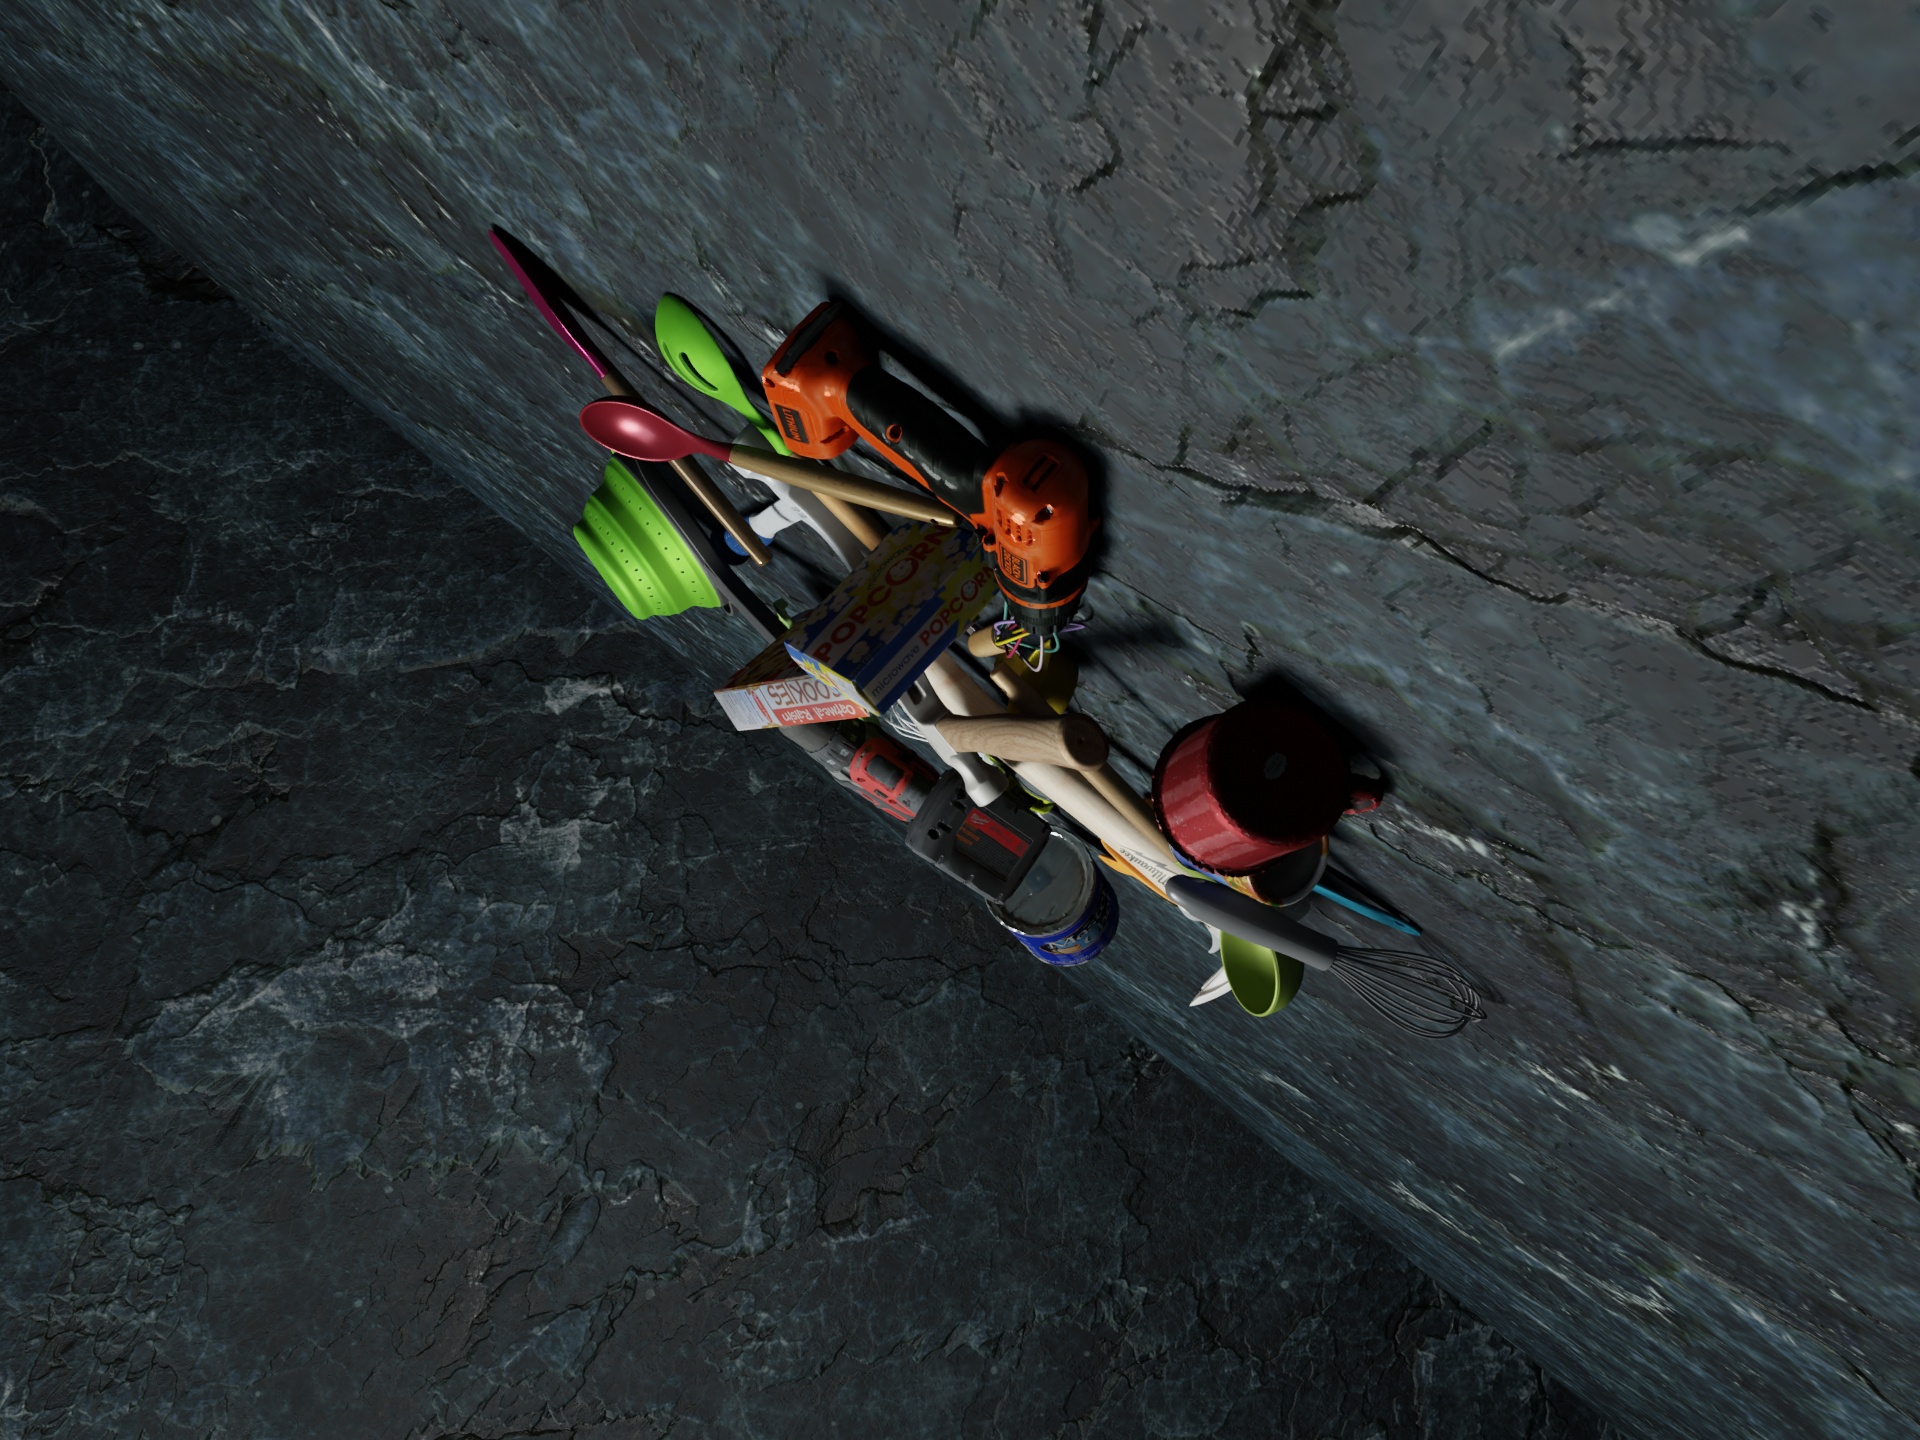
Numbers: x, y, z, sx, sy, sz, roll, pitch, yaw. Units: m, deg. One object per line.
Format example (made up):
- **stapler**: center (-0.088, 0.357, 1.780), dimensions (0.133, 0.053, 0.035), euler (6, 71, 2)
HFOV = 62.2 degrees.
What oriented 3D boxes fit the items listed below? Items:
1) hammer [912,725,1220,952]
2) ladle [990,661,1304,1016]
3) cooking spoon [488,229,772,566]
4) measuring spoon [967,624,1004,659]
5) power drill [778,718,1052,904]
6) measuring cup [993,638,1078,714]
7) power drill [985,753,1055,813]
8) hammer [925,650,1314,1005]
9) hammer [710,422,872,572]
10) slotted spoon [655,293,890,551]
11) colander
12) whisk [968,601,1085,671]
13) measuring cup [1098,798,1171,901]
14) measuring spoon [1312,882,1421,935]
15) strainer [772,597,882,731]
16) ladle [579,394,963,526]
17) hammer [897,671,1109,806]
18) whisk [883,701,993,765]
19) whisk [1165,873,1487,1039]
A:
- **hammer**: center (0.099, 0.096, 1.536), dimensions (0.409, 0.036, 0.149), euler (34, 170, 34)
- **ladle**: center (0.123, 0.082, 1.069), dimensions (0.320, 0.062, 0.078), euler (45, 170, -18)
- **cooking spoon**: center (-0.250, -0.244, 1.210), dimensions (0.319, 0.017, 0.069), euler (50, 170, -7)
- **measuring spoon**: center (-0.003, -0.070, 1.195), dimensions (0.124, 0.018, 0.034), euler (41, 170, -12)
- **power drill**: center (-0.050, 0.052, 1.334), dimensions (0.187, 0.080, 0.227), euler (36, 176, -38)
- **measuring cup**: center (0.050, -0.030, 1.119), dimensions (0.029, 0.062, 0.156), euler (27, -175, -12)
- **power drill**: center (-0.002, -0.004, 1.333), dimensions (0.223, 0.080, 0.171), euler (36, 170, 1)
- **hammer**: center (0.068, 0.047, 1.209), dimensions (0.411, 0.038, 0.146), euler (40, 134, 9)
- **hammer**: center (-0.160, -0.159, 1.327), dimensions (0.144, 0.035, 0.405), euler (42, 170, -13)
- **slotted spoon**: center (-0.099, -0.167, 1.089), dimensions (0.313, 0.031, 0.070), euler (44, 167, -32)
- **colander**: center (-0.258, -0.120, 1.478), dimensions (0.398, 0.094, 0.204), euler (45, 167, 37)
- **whisk**: center (0.030, -0.058, 1.056), dimensions (0.051, 0.047, 0.245), euler (39, 174, -7)
- **measuring cup**: center (0.154, 0.103, 1.306), dimensions (0.095, 0.052, 0.173), euler (41, 172, -7)
- **measuring spoon**: center (0.253, 0.109, 1.073), dimensions (0.129, 0.021, 0.042), euler (25, 165, 23)
- **strainer**: center (-0.113, -0.044, 1.550), dimensions (0.151, 0.069, 0.256), euler (52, 170, 5)
- **ladle**: center (-0.128, -0.169, 1.042), dimensions (0.316, 0.031, 0.069), euler (20, 163, 30)
- **hammer**: center (0.024, 0.008, 1.040), dimensions (0.130, 0.031, 0.331), euler (50, 169, -10)
- **whisk**: center (0.022, 0.027, 1.478), dimensions (0.246, 0.059, 0.057), euler (29, 139, 32)
- **whisk**: center (0.242, 0.153, 1.053), dimensions (0.239, 0.055, 0.055), euler (24, 173, -8)
